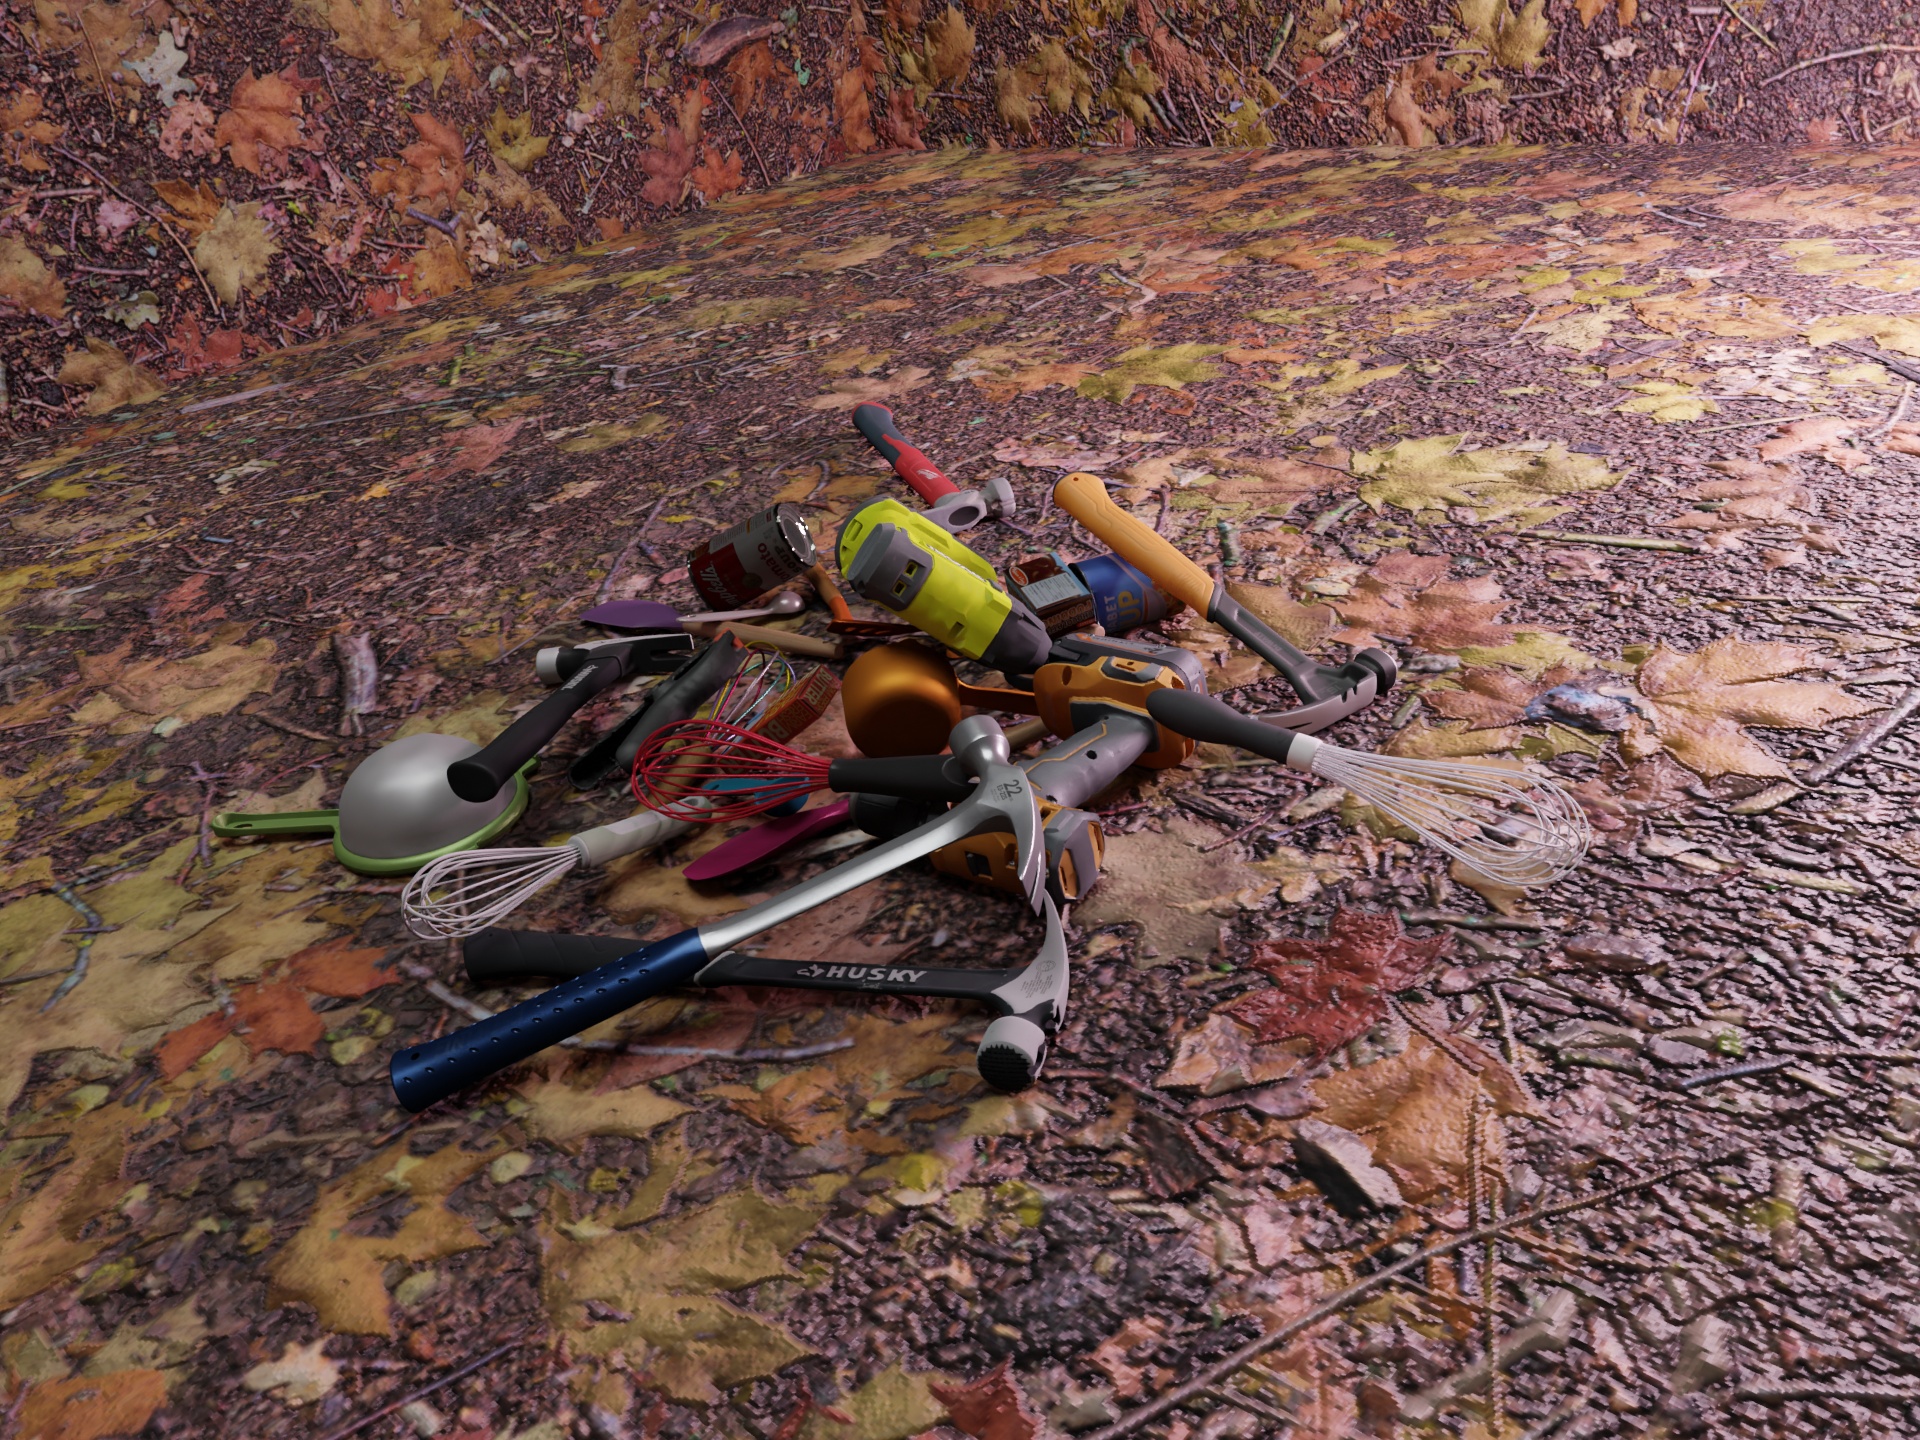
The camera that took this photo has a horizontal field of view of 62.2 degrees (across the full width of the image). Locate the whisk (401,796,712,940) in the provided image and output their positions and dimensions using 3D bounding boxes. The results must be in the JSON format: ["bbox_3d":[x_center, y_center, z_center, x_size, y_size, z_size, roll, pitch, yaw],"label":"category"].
[{"bbox_3d":[-0.265,0.091,1.075,0.058,0.059,0.246,21,27,36],"label":"whisk"}]

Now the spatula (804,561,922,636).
[{"bbox_3d":[-0.116,-0.123,1.456,0.081,0.041,0.323,4,22,-21],"label":"spatula"}]

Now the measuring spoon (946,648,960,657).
[{"bbox_3d":[-0.008,-0.083,1.377,0.021,0.011,0.117,-11,28,-1],"label":"measuring spoon"}]

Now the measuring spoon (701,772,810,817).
[{"bbox_3d":[-0.150,0.056,1.158,0.042,0.021,0.129,-39,23,-32],"label":"measuring spoon"}]

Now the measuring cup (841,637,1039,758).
[{"bbox_3d":[-0.002,-0.004,1.181,0.173,0.095,0.052,6,39,-11],"label":"measuring cup"}]

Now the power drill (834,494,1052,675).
[{"bbox_3d":[-0.015,-0.101,1.237,0.171,0.080,0.223,30,8,-18],"label":"power drill"}]

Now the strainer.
[{"bbox_3d":[-0.464,0.053,1.222,0.256,0.069,0.152,-4,29,9],"label":"strainer"}]

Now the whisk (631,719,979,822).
[{"bbox_3d":[-0.099,0.037,1.058,0.296,0.073,0.073,0,30,27],"label":"whisk"}]

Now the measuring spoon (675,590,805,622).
[{"bbox_3d":[-0.199,-0.103,1.444,0.124,0.018,0.034,-10,18,-28],"label":"measuring spoon"}]

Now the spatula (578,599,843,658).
[{"bbox_3d":[-0.228,-0.085,1.449,0.316,0.018,0.060,12,31,36],"label":"spatula"}]

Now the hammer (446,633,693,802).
[{"bbox_3d":[-0.315,-0.008,1.259,0.146,0.035,0.335,-6,17,8],"label":"hammer"}]

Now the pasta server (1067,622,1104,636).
[{"bbox_3d":[0.011,-0.115,1.384,0.060,0.040,0.316,-15,24,-37],"label":"pasta server"}]

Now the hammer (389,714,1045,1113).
[{"bbox_3d":[-0.139,0.129,0.928,0.405,0.035,0.144,-25,42,-2],"label":"hammer"}]

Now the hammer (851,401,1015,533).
[{"bbox_3d":[-0.071,-0.276,1.722,0.143,0.038,0.387,-18,29,-11],"label":"hammer"}]

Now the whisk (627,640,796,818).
[{"bbox_3d":[-0.196,0.010,1.242,0.051,0.047,0.245,4,35,22],"label":"whisk"}]

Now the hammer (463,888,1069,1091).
[{"bbox_3d":[-0.129,0.149,0.974,0.409,0.036,0.149,1,29,20],"label":"hammer"}]

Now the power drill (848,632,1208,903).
[{"bbox_3d":[0.048,0.028,1.092,0.185,0.084,0.226,11,40,35],"label":"power drill"}]

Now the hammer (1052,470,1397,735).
[{"bbox_3d":[0.174,-0.100,1.233,0.127,0.034,0.337,-25,48,-23],"label":"hammer"}]

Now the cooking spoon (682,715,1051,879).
[{"bbox_3d":[-0.050,0.051,1.141,0.319,0.017,0.069,-23,15,-22],"label":"cooking spoon"}]

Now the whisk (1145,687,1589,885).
[{"bbox_3d":[0.245,0.030,0.989,0.285,0.070,0.070,21,40,25],"label":"whisk"}]
